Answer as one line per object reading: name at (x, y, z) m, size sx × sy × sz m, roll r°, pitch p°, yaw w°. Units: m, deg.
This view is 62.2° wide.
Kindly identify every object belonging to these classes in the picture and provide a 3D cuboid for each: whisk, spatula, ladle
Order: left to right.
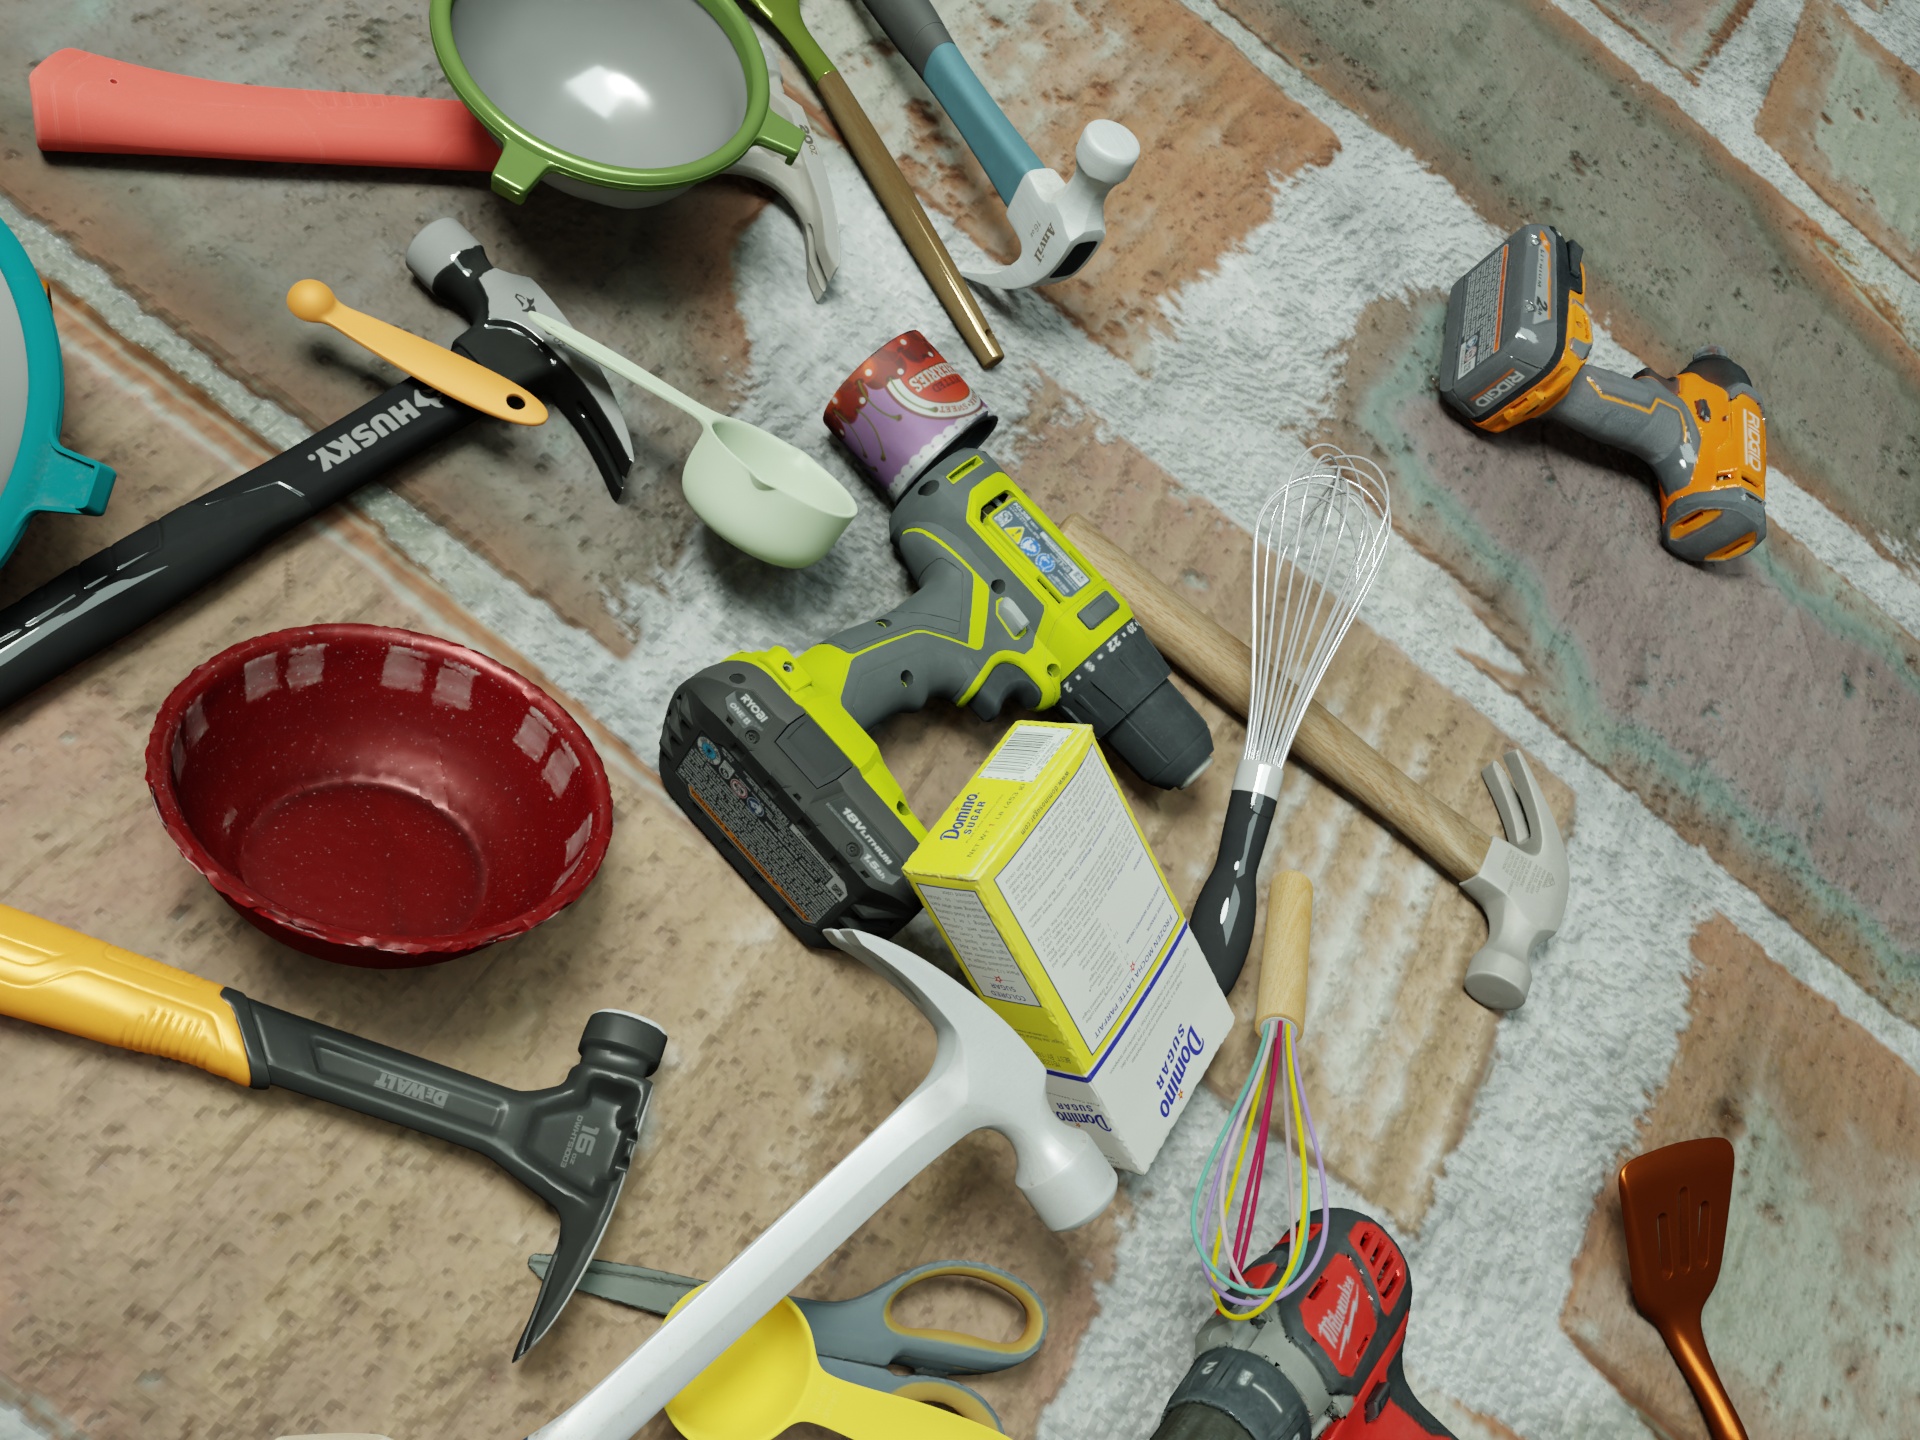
ladle at (-0.053, -0.334, 0.862) m, size 0.078 × 0.062 × 0.320 m, roll -23°, pitch 80°, yaw -42°
whisk at (0.134, 0.152, 0.693) m, size 0.051 × 0.047 × 0.245 m, roll 14°, pitch 38°, yaw 6°
whisk at (0.150, -0.001, 0.765) m, size 0.070 × 0.070 × 0.285 m, roll 20°, pitch 78°, yaw -16°
spatula at (0.374, 0.362, 0.737) m, size 0.081 × 0.041 × 0.323 m, roll -3°, pitch 69°, yaw -27°

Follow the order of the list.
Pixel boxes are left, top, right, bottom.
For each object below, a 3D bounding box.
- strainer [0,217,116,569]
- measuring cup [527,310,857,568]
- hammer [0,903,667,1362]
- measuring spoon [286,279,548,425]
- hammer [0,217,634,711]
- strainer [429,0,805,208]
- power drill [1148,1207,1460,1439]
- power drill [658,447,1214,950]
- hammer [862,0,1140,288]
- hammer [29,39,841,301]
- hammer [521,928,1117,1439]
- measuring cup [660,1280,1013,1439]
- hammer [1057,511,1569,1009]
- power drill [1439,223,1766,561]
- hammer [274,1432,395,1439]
strainer at (-0.450, -0.170, 0.516) m, size 0.211 × 0.095 × 0.340 m, roll -30°, pitch 86°, yaw -6°
measuring cup at (-0.125, -0.123, 0.705) m, size 0.167 × 0.038 × 0.083 m, roll 32°, pitch 19°, yaw -3°
hammer at (-0.277, 0.110, 0.553) m, size 0.336 × 0.034 × 0.127 m, roll 23°, pitch 53°, yaw -13°
measuring spoon at (-0.230, -0.157, 0.677) m, size 0.117 × 0.011 × 0.021 m, roll 26°, pitch 58°, yaw -10°
hammer at (-0.282, -0.081, 0.644) m, size 0.146 × 0.035 × 0.335 m, roll 45°, pitch 56°, yaw 1°
strainer at (-0.193, -0.335, 0.745) m, size 0.151 × 0.069 × 0.256 m, roll -21°, pitch 76°, yaw -30°
power drill at (0.168, 0.325, 0.615) m, size 0.227 × 0.080 × 0.188 m, roll 53°, pitch 39°, yaw 8°
power drill at (-0.001, -0.002, 0.715) m, size 0.190 × 0.080 × 0.228 m, roll 48°, pitch 53°, yaw 3°
hammer at (-0.017, -0.370, 0.871) m, size 0.033 × 0.128 × 0.331 m, roll -17°, pitch 65°, yaw -31°
hammer at (-0.235, -0.271, 0.757) m, size 0.359 × 0.036 × 0.149 m, roll -8°, pitch 70°, yaw -28°
hammer at (-0.128, 0.232, 0.520) m, size 0.405 × 0.035 × 0.144 m, roll -38°, pitch 98°, yaw -23°
measuring cup at (-0.042, 0.253, 0.589) m, size 0.156 × 0.029 × 0.062 m, roll 29°, pitch 72°, yaw -17°
hammer at (0.180, 0.003, 0.823) m, size 0.331 × 0.031 × 0.130 m, roll 37°, pitch 57°, yaw -5°
power drill at (0.420, -0.217, 1.015) m, size 0.226 × 0.084 × 0.164 m, roll 27°, pitch 58°, yaw -17°
hammer at (-0.096, 0.389, 0.463) m, size 0.146 × 0.038 × 0.410 m, roll -37°, pitch 96°, yaw -33°
